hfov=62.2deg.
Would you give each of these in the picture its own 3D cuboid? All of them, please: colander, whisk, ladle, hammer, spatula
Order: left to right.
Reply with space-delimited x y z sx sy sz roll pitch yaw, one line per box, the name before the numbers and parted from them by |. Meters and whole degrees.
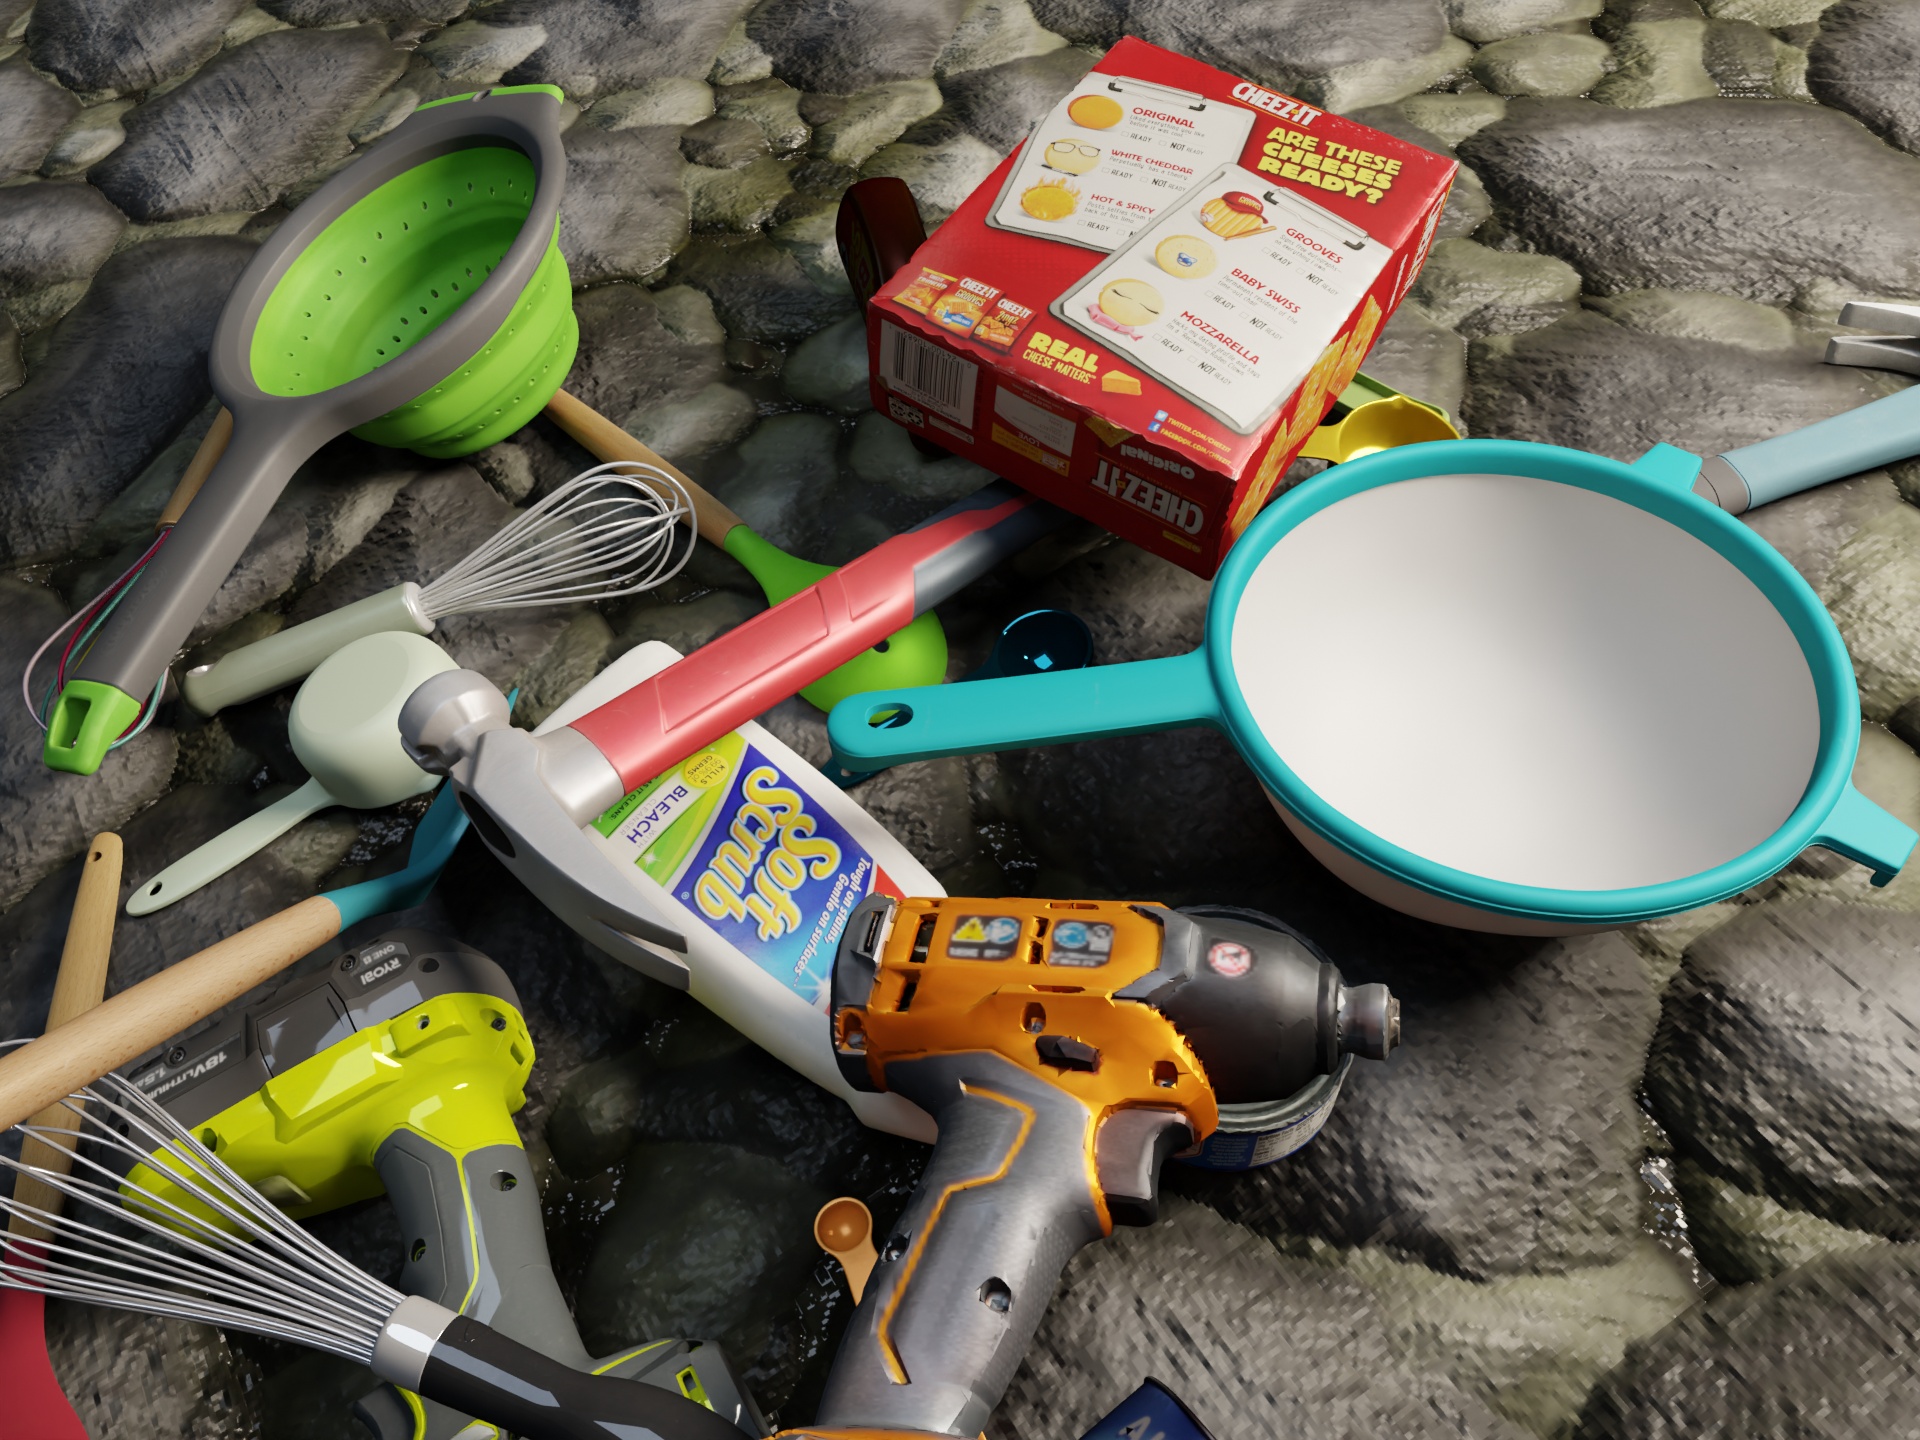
ladle | -0.330 0.166 0.575 0.069 0.031 0.316 -15 50 -1
whisk | -0.382 -0.075 0.762 0.051 0.047 0.245 -4 48 8
spatula | -0.230 0.066 0.510 0.044 0.082 0.317 42 22 2
whisk | -0.180 0.161 0.442 0.284 0.070 0.070 19 57 9
colander | -0.287 -0.130 0.757 0.204 0.094 0.397 6 61 31
whisk | -0.234 -0.053 0.713 0.246 0.059 0.058 -21 19 2
hammer | -0.013 -0.047 0.627 0.143 0.038 0.386 39 54 25
hammer | 0.308 -0.093 0.662 0.331 0.033 0.128 -18 52 -5

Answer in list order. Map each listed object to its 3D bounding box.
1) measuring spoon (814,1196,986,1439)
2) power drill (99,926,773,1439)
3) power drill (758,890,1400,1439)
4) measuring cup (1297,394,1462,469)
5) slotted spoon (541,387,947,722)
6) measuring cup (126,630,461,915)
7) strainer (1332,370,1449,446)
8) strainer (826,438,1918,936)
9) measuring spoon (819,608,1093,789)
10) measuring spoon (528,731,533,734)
measuring spoon | -0.016 0.203 0.502 0.021 0.011 0.117 -26 56 -12
power drill | -0.177 0.191 0.498 0.171 0.080 0.223 -29 56 -14
power drill | 0.029 0.143 0.415 0.164 0.084 0.227 0 46 16
measuring cup | 0.137 -0.113 0.685 0.156 0.029 0.062 6 62 1
slotted spoon | -0.122 -0.095 0.743 0.070 0.031 0.314 -41 55 -18
measuring cup | -0.282 0.022 0.664 0.167 0.038 0.083 -36 48 -12
strainer | 0.128 -0.208 0.759 0.151 0.069 0.257 -37 54 -19
strainer | 0.127 0.009 0.565 0.340 0.095 0.211 -6 51 0
measuring spoon | -0.001 -0.002 0.659 0.128 0.021 0.042 -31 54 -3
measuring spoon | -0.209 0.004 0.690 0.124 0.018 0.034 31 68 36
